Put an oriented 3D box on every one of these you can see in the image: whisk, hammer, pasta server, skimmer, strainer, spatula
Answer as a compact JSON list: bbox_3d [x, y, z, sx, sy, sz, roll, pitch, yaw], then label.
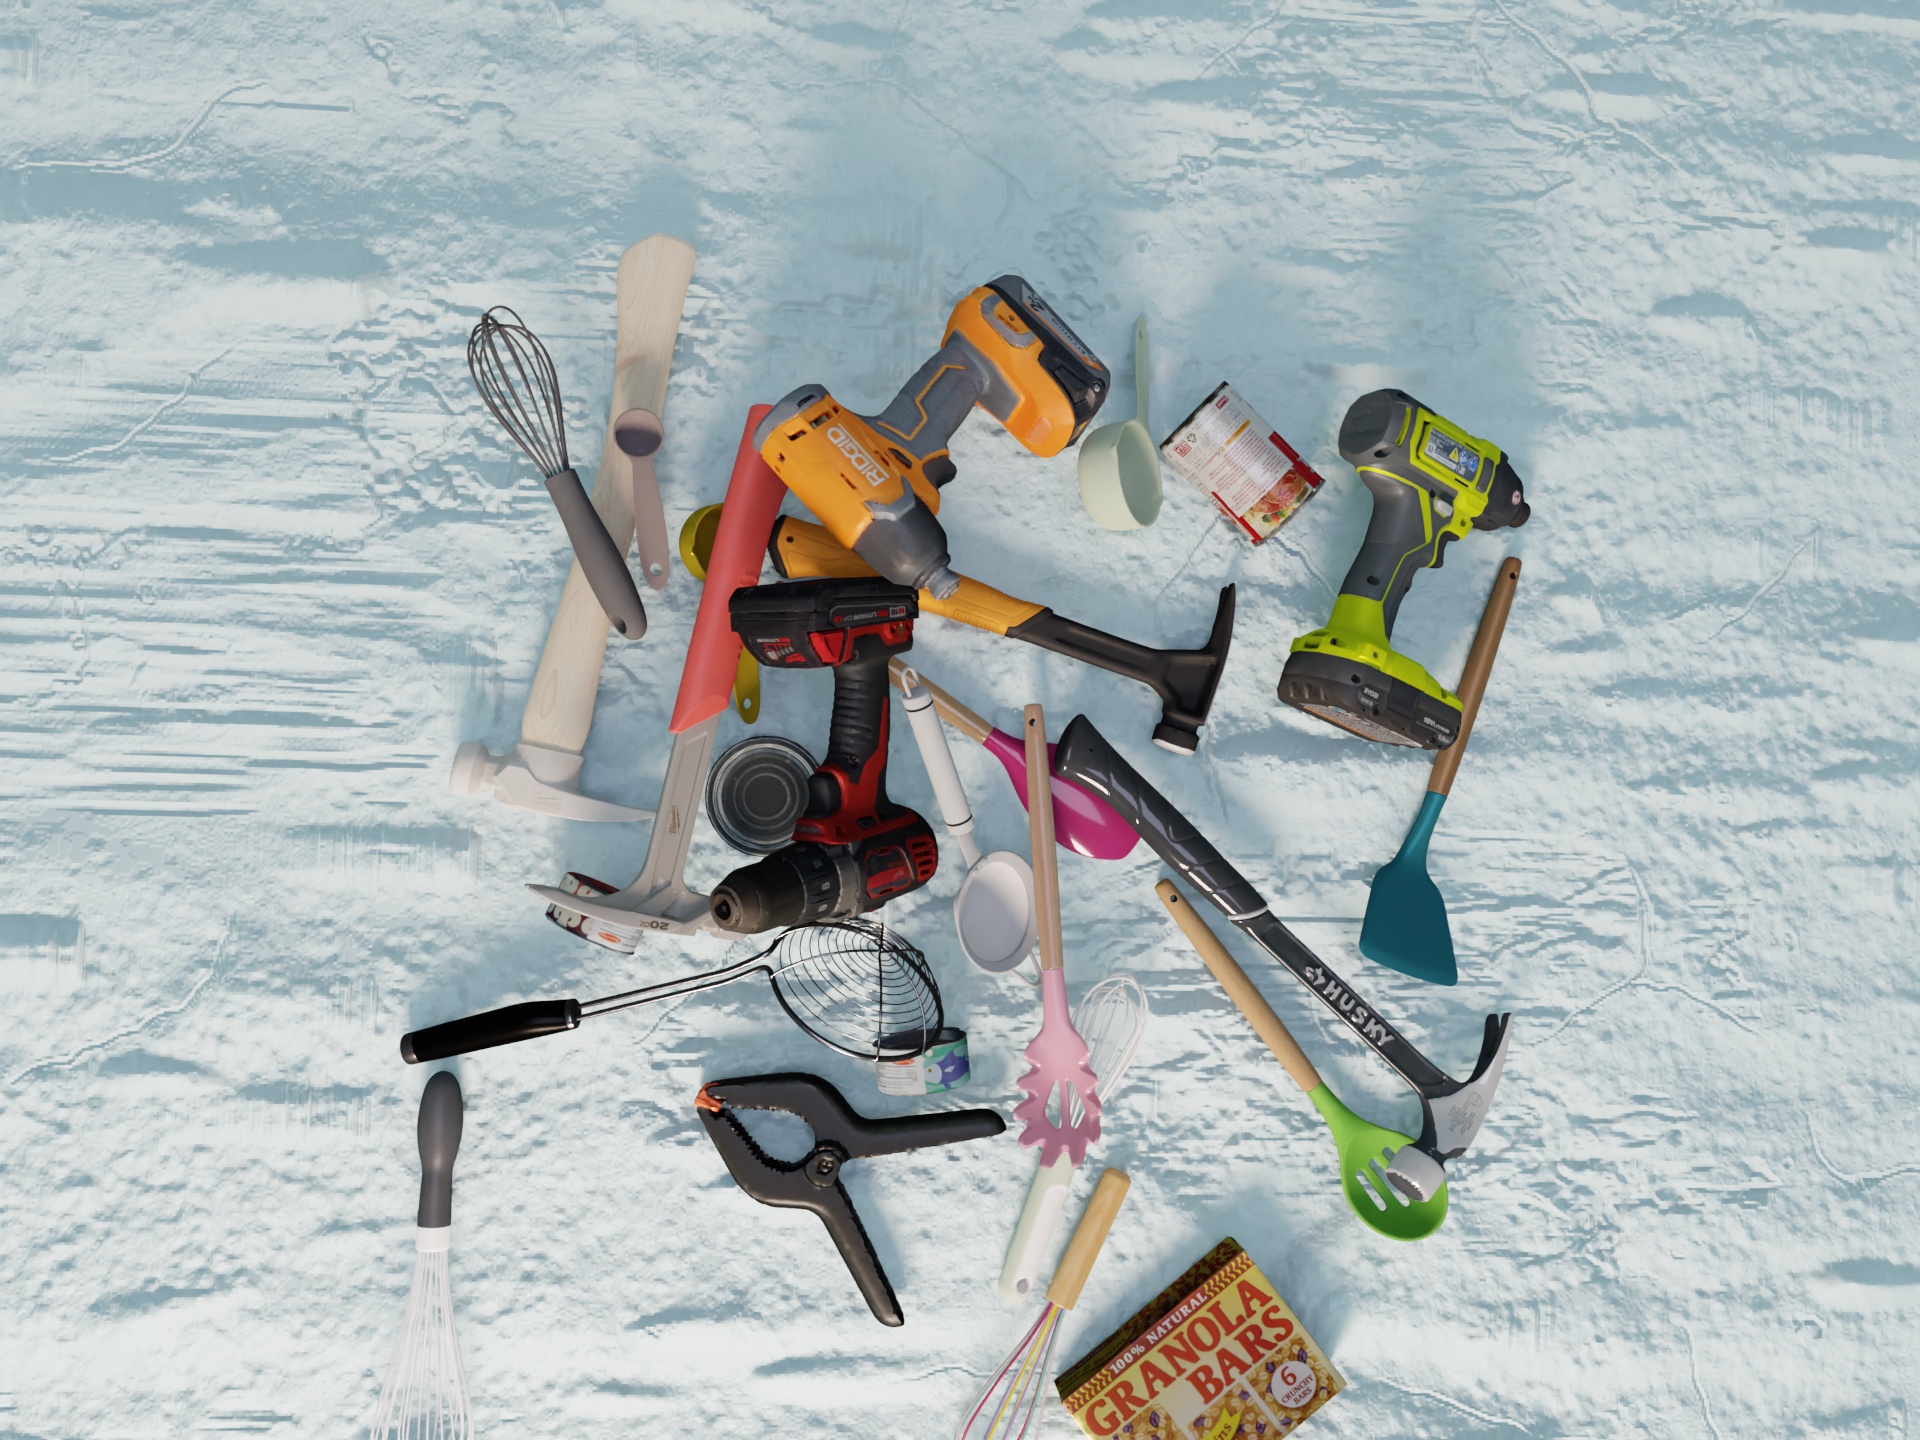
[{"bbox_3d":[0.076,0.293,1.118,0.057,0.059,0.246,19,91,-32],"label":"whisk"},{"bbox_3d":[-0.235,-0.134,1.107,0.146,0.038,0.411,13,87,-6],"label":"hammer"},{"bbox_3d":[-0.265,-0.164,1.064,0.055,0.055,0.239,-25,96,-6],"label":"whisk"},{"bbox_3d":[0.060,0.144,1.097,0.060,0.040,0.316,-5,82,12],"label":"pasta server"},{"bbox_3d":[0.059,0.429,1.118,0.047,0.051,0.245,33,80,-38],"label":"whisk"},{"bbox_3d":[-0.196,0.209,1.086,0.363,0.127,0.090,-13,122,6],"label":"skimmer"},{"bbox_3d":[0.001,0.075,1.084,0.087,0.050,0.258,-41,123,-39],"label":"strainer"},{"bbox_3d":[0.028,-0.085,1.130,0.337,0.034,0.127,18,87,-4],"label":"hammer"},{"bbox_3d":[-0.358,0.381,1.071,0.070,0.070,0.285,2,84,-5],"label":"whisk"},{"bbox_3d":[0.361,0.030,1.152,0.082,0.044,0.317,20,85,-13],"label":"spatula"},{"bbox_3d":[-0.175,-0.039,1.059,0.149,0.037,0.359,15,83,-26],"label":"hammer"},{"bbox_3d":[0.222,0.146,1.127,0.409,0.036,0.149,44,70,-1],"label":"hammer"}]

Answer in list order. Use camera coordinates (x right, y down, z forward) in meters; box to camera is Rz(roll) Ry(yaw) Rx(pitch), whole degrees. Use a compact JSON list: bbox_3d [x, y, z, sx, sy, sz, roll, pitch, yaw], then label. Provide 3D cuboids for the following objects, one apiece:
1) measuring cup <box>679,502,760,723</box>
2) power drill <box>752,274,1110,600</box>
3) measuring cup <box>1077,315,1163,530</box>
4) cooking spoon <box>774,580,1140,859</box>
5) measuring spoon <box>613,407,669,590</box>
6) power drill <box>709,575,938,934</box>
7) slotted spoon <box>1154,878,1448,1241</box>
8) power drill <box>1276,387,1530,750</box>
[{"bbox_3d":[-0.164,-0.074,1.116,0.062,0.029,0.156,-16,105,-40],"label":"measuring cup"},{"bbox_3d":[-0.005,-0.186,1.063,0.226,0.084,0.164,-39,84,-29],"label":"power drill"},{"bbox_3d":[0.114,-0.214,1.137,0.038,0.083,0.168,-8,67,29],"label":"measuring cup"},{"bbox_3d":[-0.002,-0.004,1.133,0.319,0.017,0.069,35,85,-4],"label":"cooking spoon"},{"bbox_3d":[-0.215,-0.150,1.088,0.034,0.018,0.124,-7,96,-13],"label":"measuring spoon"},{"bbox_3d":[-0.095,0.023,1.038,0.080,0.188,0.226,2,99,38],"label":"power drill"},{"bbox_3d":[0.240,0.240,1.144,0.070,0.031,0.314,-37,90,-5],"label":"slotted spoon"},{"bbox_3d":[0.321,-0.099,1.124,0.171,0.080,0.223,21,84,-30],"label":"power drill"}]
